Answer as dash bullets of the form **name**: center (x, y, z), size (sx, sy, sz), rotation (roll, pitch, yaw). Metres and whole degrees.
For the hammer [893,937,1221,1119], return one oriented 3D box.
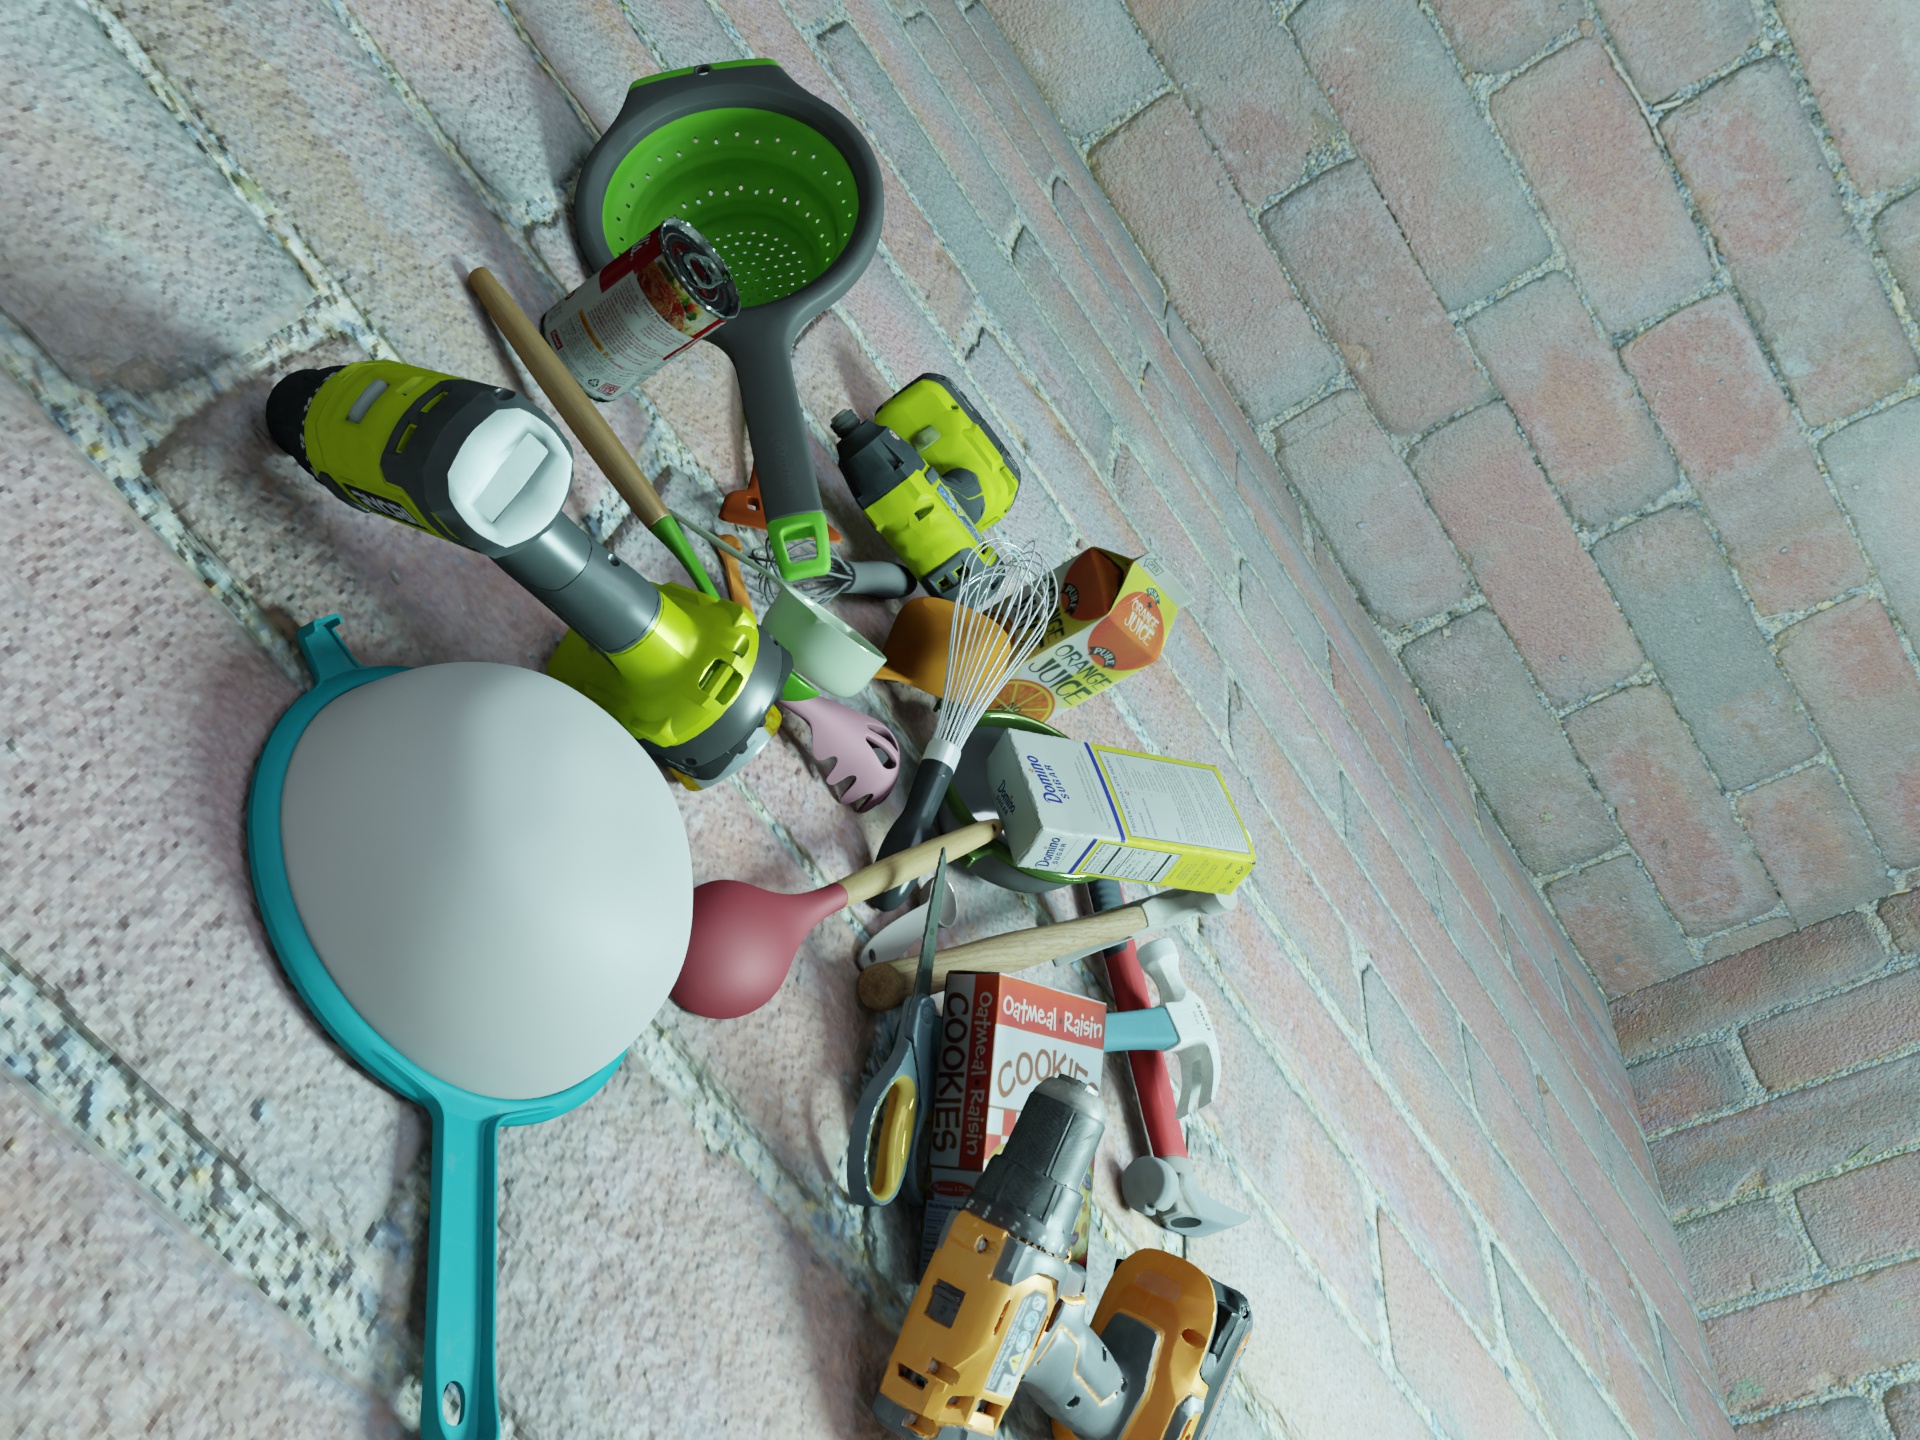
- **hammer**: center (0.071, 0.204, 1.035), size (0.330, 0.033, 0.128), rotation (10, 50, -51)

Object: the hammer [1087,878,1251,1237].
- **hammer**: center (0.134, 0.198, 1.220), size (0.143, 0.038, 0.387), rotation (36, 34, -47)

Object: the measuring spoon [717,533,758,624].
- **measuring spoon**: center (-0.132, -0.068, 1.000), size (0.021, 0.011, 0.117), rotation (16, 52, -59)

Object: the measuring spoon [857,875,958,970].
- **measuring spoon**: center (-0.036, 0.129, 0.984), size (0.124, 0.018, 0.034), rotation (-29, 102, -60)

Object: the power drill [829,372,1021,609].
- **power drill**: center (-0.026, -0.190, 1.244), size (0.171, 0.080, 0.223), rotation (51, 20, -14)

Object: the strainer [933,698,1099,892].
- **strainer**: center (0.083, 0.082, 1.131), size (0.256, 0.069, 0.152), rotation (17, 40, -24)

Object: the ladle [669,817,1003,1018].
- **ladle**: center (-0.055, 0.094, 0.898), size (0.315, 0.031, 0.069), rotation (-18, 86, -58)

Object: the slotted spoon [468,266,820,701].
- **slotted spoon**: center (-0.184, -0.131, 0.898), size (0.314, 0.031, 0.070), rotation (53, 1, 5)

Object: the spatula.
- **spatula**: center (-0.136, -0.221, 1.121), size (0.081, 0.041, 0.323), rotation (9, 44, -18)

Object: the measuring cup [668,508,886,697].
- **measuring cup**: center (-0.121, -0.071, 0.967), size (0.168, 0.038, 0.083), rotation (35, 4, 12)

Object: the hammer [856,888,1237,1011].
- **hammer**: center (0.049, 0.147, 1.036), size (0.331, 0.130, 0.031), rotation (-4, 73, -53)

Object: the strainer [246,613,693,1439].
- **strainer**: center (-0.170, 0.104, 0.631), size (0.210, 0.095, 0.341), rotation (36, 33, -45)

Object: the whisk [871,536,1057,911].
- **whisk**: center (-0.003, -0.004, 1.033), size (0.070, 0.070, 0.285), rotation (43, 57, -36)

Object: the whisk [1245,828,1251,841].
- **whisk**: center (0.123, 0.066, 1.240), size (0.246, 0.059, 0.058), rotation (23, 29, -19)

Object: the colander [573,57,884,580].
- **colander**: center (-0.135, -0.254, 1.058), size (0.094, 0.204, 0.397), rotation (91, -13, -68)

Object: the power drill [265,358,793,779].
- **power drill**: center (-0.198, -0.075, 0.721), size (0.080, 0.191, 0.228), rotation (-57, 137, -14)

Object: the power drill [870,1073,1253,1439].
- **power drill**: center (0.066, 0.299, 0.828), size (0.226, 0.084, 0.185), rotation (39, 70, -42)

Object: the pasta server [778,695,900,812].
- **pasta server**: center (-0.139, -0.035, 0.932), size (0.316, 0.040, 0.060), rotation (35, 43, -37)

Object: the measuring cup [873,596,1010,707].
- **measuring cup**: center (-0.035, -0.054, 1.100), size (0.095, 0.052, 0.173), rotation (35, 20, 36)

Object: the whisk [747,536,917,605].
- **whisk**: center (-0.079, -0.101, 1.105), size (0.055, 0.055, 0.239), rotation (65, 20, 7)
